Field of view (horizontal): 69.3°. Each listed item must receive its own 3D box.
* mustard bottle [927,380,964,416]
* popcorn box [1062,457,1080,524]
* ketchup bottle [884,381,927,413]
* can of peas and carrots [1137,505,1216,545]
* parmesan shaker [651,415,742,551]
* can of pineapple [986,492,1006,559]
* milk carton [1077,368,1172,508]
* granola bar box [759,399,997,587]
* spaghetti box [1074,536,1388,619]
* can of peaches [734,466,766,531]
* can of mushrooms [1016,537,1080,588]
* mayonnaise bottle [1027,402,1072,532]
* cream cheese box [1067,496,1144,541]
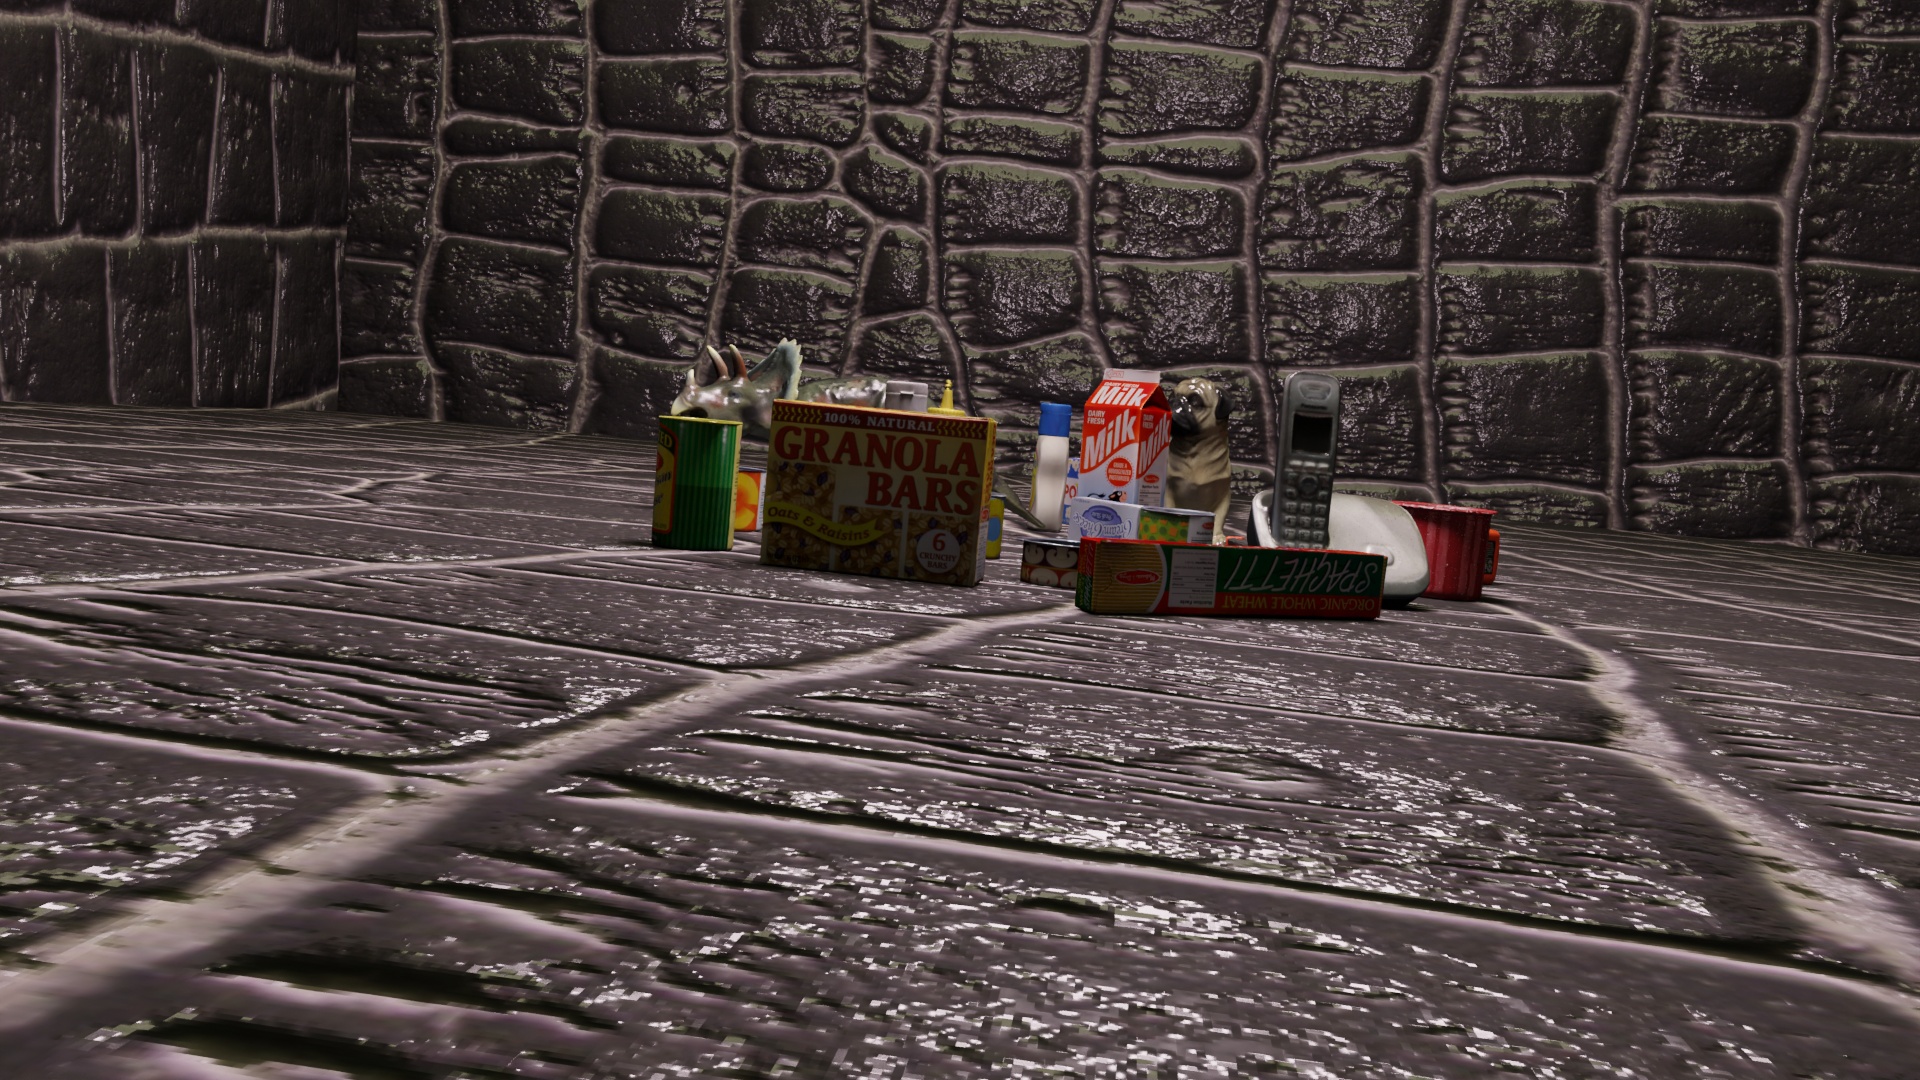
[{"bbox_3d":[-0.020,-0.086,1.437,0.065,0.160,0.049,1,6,-40],"label":"mustard bottle"},{"bbox_3d":[0.172,-0.056,1.715,0.038,0.085,0.127,3,5,-26],"label":"popcorn box"},{"bbox_3d":[-0.052,-0.063,1.207,0.065,0.148,0.043,5,4,-4],"label":"ketchup bottle"},{"bbox_3d":[0.186,0.002,1.221,0.071,0.058,0.071,5,5,0],"label":"can of peas and carrots"},{"bbox_3d":[-0.211,-0.046,1.109,0.071,0.103,0.071,5,5,0],"label":"parmesan shaker"},{"bbox_3d":[0.004,-0.016,1.242,0.071,0.057,0.071,5,5,0],"label":"can of pineapple"},{"bbox_3d":[0.178,-0.090,1.510,0.072,0.190,0.073,8,5,36],"label":"milk carton"},{"bbox_3d":[-0.062,-0.036,1.032,0.165,0.124,0.039,6,4,10],"label":"granola bar box"},{"bbox_3d":[0.196,0.028,0.982,0.250,0.050,0.028,3,5,-25],"label":"spaghetti box"},{"bbox_3d":[-0.219,-0.040,1.299,0.071,0.058,0.071,5,5,0],"label":"can of peaches"},{"bbox_3d":[0.078,0.017,1.085,0.071,0.033,0.071,5,5,0],"label":"can of mushrooms"},{"bbox_3d":[0.104,-0.085,1.619,0.041,0.148,0.065,5,4,-2],"label":"mayonnaise bottle"},{"bbox_3d":[0.148,-0.012,1.373,0.024,0.053,0.104,2,6,-35],"label":"cream cheese box"}]
